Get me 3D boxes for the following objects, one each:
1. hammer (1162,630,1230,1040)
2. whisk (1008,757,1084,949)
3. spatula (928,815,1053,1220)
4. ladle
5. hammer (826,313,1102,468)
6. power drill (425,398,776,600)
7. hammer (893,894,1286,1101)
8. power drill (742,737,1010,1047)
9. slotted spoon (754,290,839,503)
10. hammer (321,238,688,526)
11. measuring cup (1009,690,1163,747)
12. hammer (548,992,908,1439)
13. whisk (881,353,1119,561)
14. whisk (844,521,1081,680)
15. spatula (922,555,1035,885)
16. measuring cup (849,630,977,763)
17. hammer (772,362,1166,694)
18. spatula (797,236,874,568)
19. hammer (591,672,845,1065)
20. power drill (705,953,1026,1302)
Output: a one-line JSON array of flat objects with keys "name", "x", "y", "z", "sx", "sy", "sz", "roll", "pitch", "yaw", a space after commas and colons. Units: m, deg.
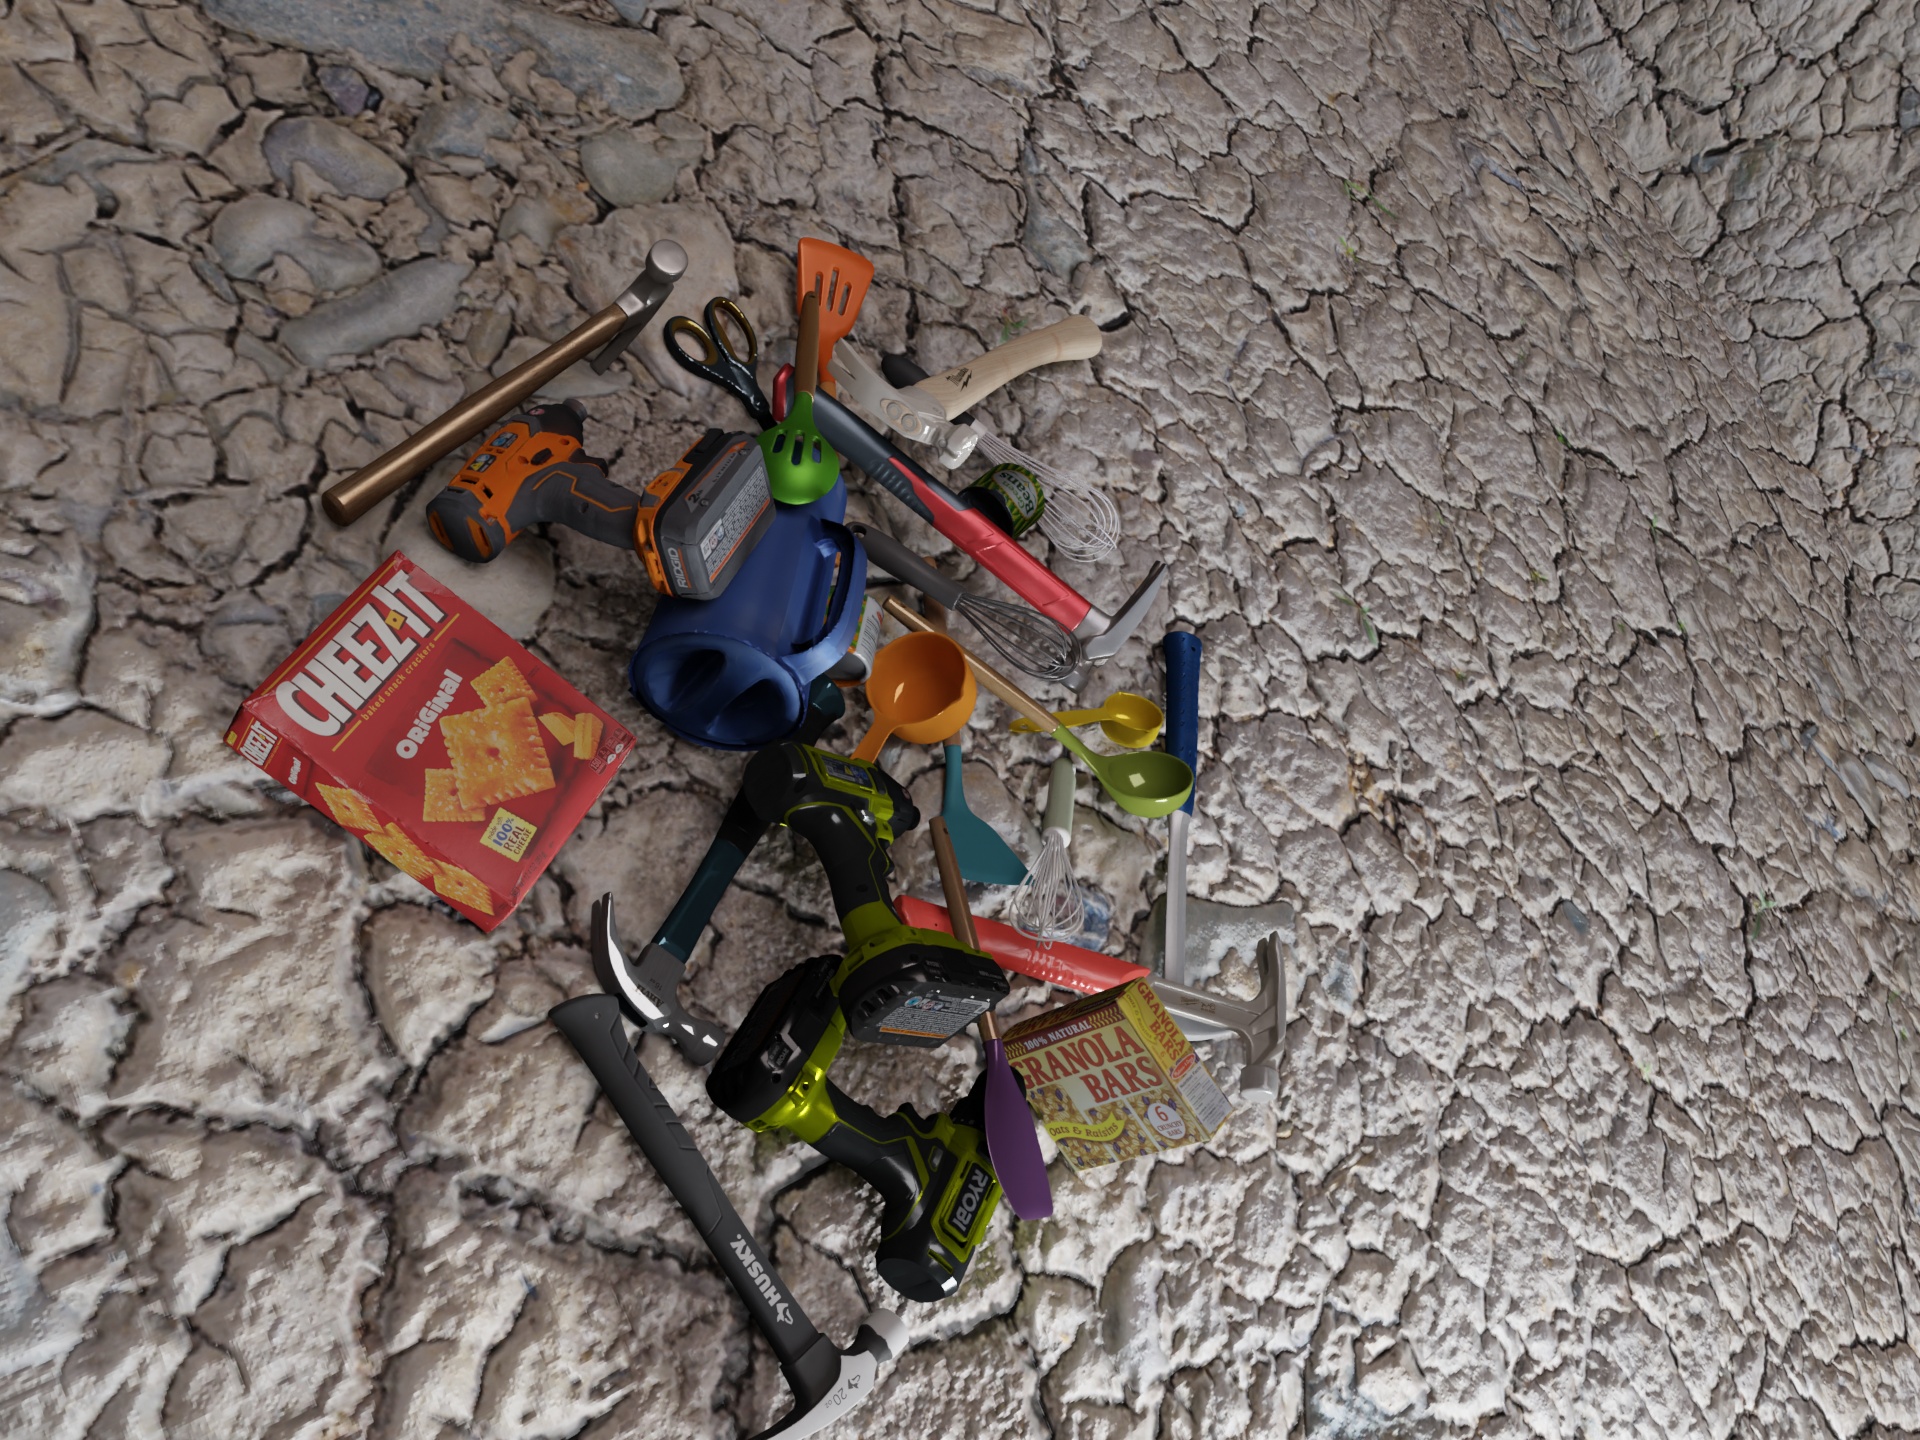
[{"name": "hammer", "x": 0.204, "y": 0.099, "z": 1.463, "sx": 0.144, "sy": 0.035, "sz": 0.406, "roll": 23, "pitch": 56, "yaw": -26}, {"name": "whisk", "x": 0.077, "y": 0.103, "z": 1.320, "sx": 0.059, "sy": 0.057, "sz": 0.246, "roll": 4, "pitch": 32, "yaw": 6}, {"name": "spatula", "x": 0.016, "y": 0.219, "z": 1.207, "sx": 0.059, "sy": 0.018, "sz": 0.316, "roll": 14, "pitch": 54, "yaw": -47}, {"name": "ladle", "x": 0.069, "y": -0.017, "z": 1.377, "sx": 0.320, "sy": 0.062, "sz": 0.078, "roll": 36, "pitch": 29, "yaw": -14}, {"name": "hammer", "x": 0.029, "y": -0.340, "z": 1.500, "sx": 0.146, "sy": 0.038, "sz": 0.411, "roll": 38, "pitch": 34, "yaw": 8}, {"name": "power drill", "x": -0.255, "y": -0.174, "z": 1.169, "sx": 0.226, "sy": 0.084, "sz": 0.164, "roll": 12, "pitch": 49, "yaw": 19}, {"name": "hammer", "x": 0.110, "y": 0.199, "z": 1.306, "sx": 0.359, "sy": 0.036, "sz": 0.149, "roll": 19, "pitch": 56, "yaw": -17}, {"name": "power drill", "x": -0.056, "y": 0.123, "z": 1.169, "sx": 0.171, "sy": 0.080, "sz": 0.223, "roll": 21, "pitch": 35, "yaw": -51}, {"name": "slotted spoon", "x": -0.130, "y": -0.277, "z": 1.304, "sx": 0.070, "sy": 0.031, "sz": 0.314, "roll": 10, "pitch": 40, "yaw": -11}, {"name": "hammer", "x": -0.342, "y": -0.247, "z": 1.200, "sx": 0.031, "sy": 0.130, "sz": 0.331, "roll": 48, "pitch": 60, "yaw": -7}, {"name": "measuring cup", "x": 0.112, "y": 0.007, "z": 1.449, "sx": 0.156, "sy": 0.029, "sz": 0.062, "roll": -7, "pitch": 40, "yaw": -24}, {"name": "hammer", "x": -0.175, "y": 0.328, "z": 1.070, "sx": 0.146, "sy": 0.035, "sz": 0.335, "roll": -33, "pitch": 89, "yaw": -42}, {"name": "whisk", "x": 0.038, "y": -0.252, "z": 1.507, "sx": 0.284, "sy": 0.070, "sz": 0.070, "roll": 38, "pitch": 51, "yaw": -9}, {"name": "whisk", "x": -0.001, "y": -0.107, "z": 1.371, "sx": 0.239, "sy": 0.055, "sz": 0.055, "roll": 33, "pitch": 49, "yaw": 8}, {"name": "spatula", "x": -0.002, "y": -0.004, "z": 1.358, "sx": 0.082, "sy": 0.044, "sz": 0.318, "roll": 10, "pitch": 61, "yaw": -36}, {"name": "measuring cup", "x": -0.052, "y": 0.010, "z": 1.309, "sx": 0.174, "sy": 0.095, "sz": 0.052, "roll": -58, "pitch": 151, "yaw": -14}, {"name": "hammer", "x": 0.002, "y": -0.192, "z": 1.396, "sx": 0.386, "sy": 0.038, "sz": 0.143, "roll": 38, "pitch": 94, "yaw": -14}, {"name": "spatula", "x": -0.114, "y": -0.283, "z": 1.418, "sx": 0.081, "sy": 0.041, "sz": 0.323, "roll": 12, "pitch": 62, "yaw": -32}, {"name": "hammer", "x": -0.167, "y": 0.088, "z": 1.198, "sx": 0.128, "sy": 0.033, "sz": 0.331, "roll": 39, "pitch": 50, "yaw": -15}, {"name": "power drill", "x": -0.054, "y": 0.279, "z": 1.157, "sx": 0.228, "sy": 0.080, "sz": 0.191, "roll": 44, "pitch": 45, "yaw": -13}]
